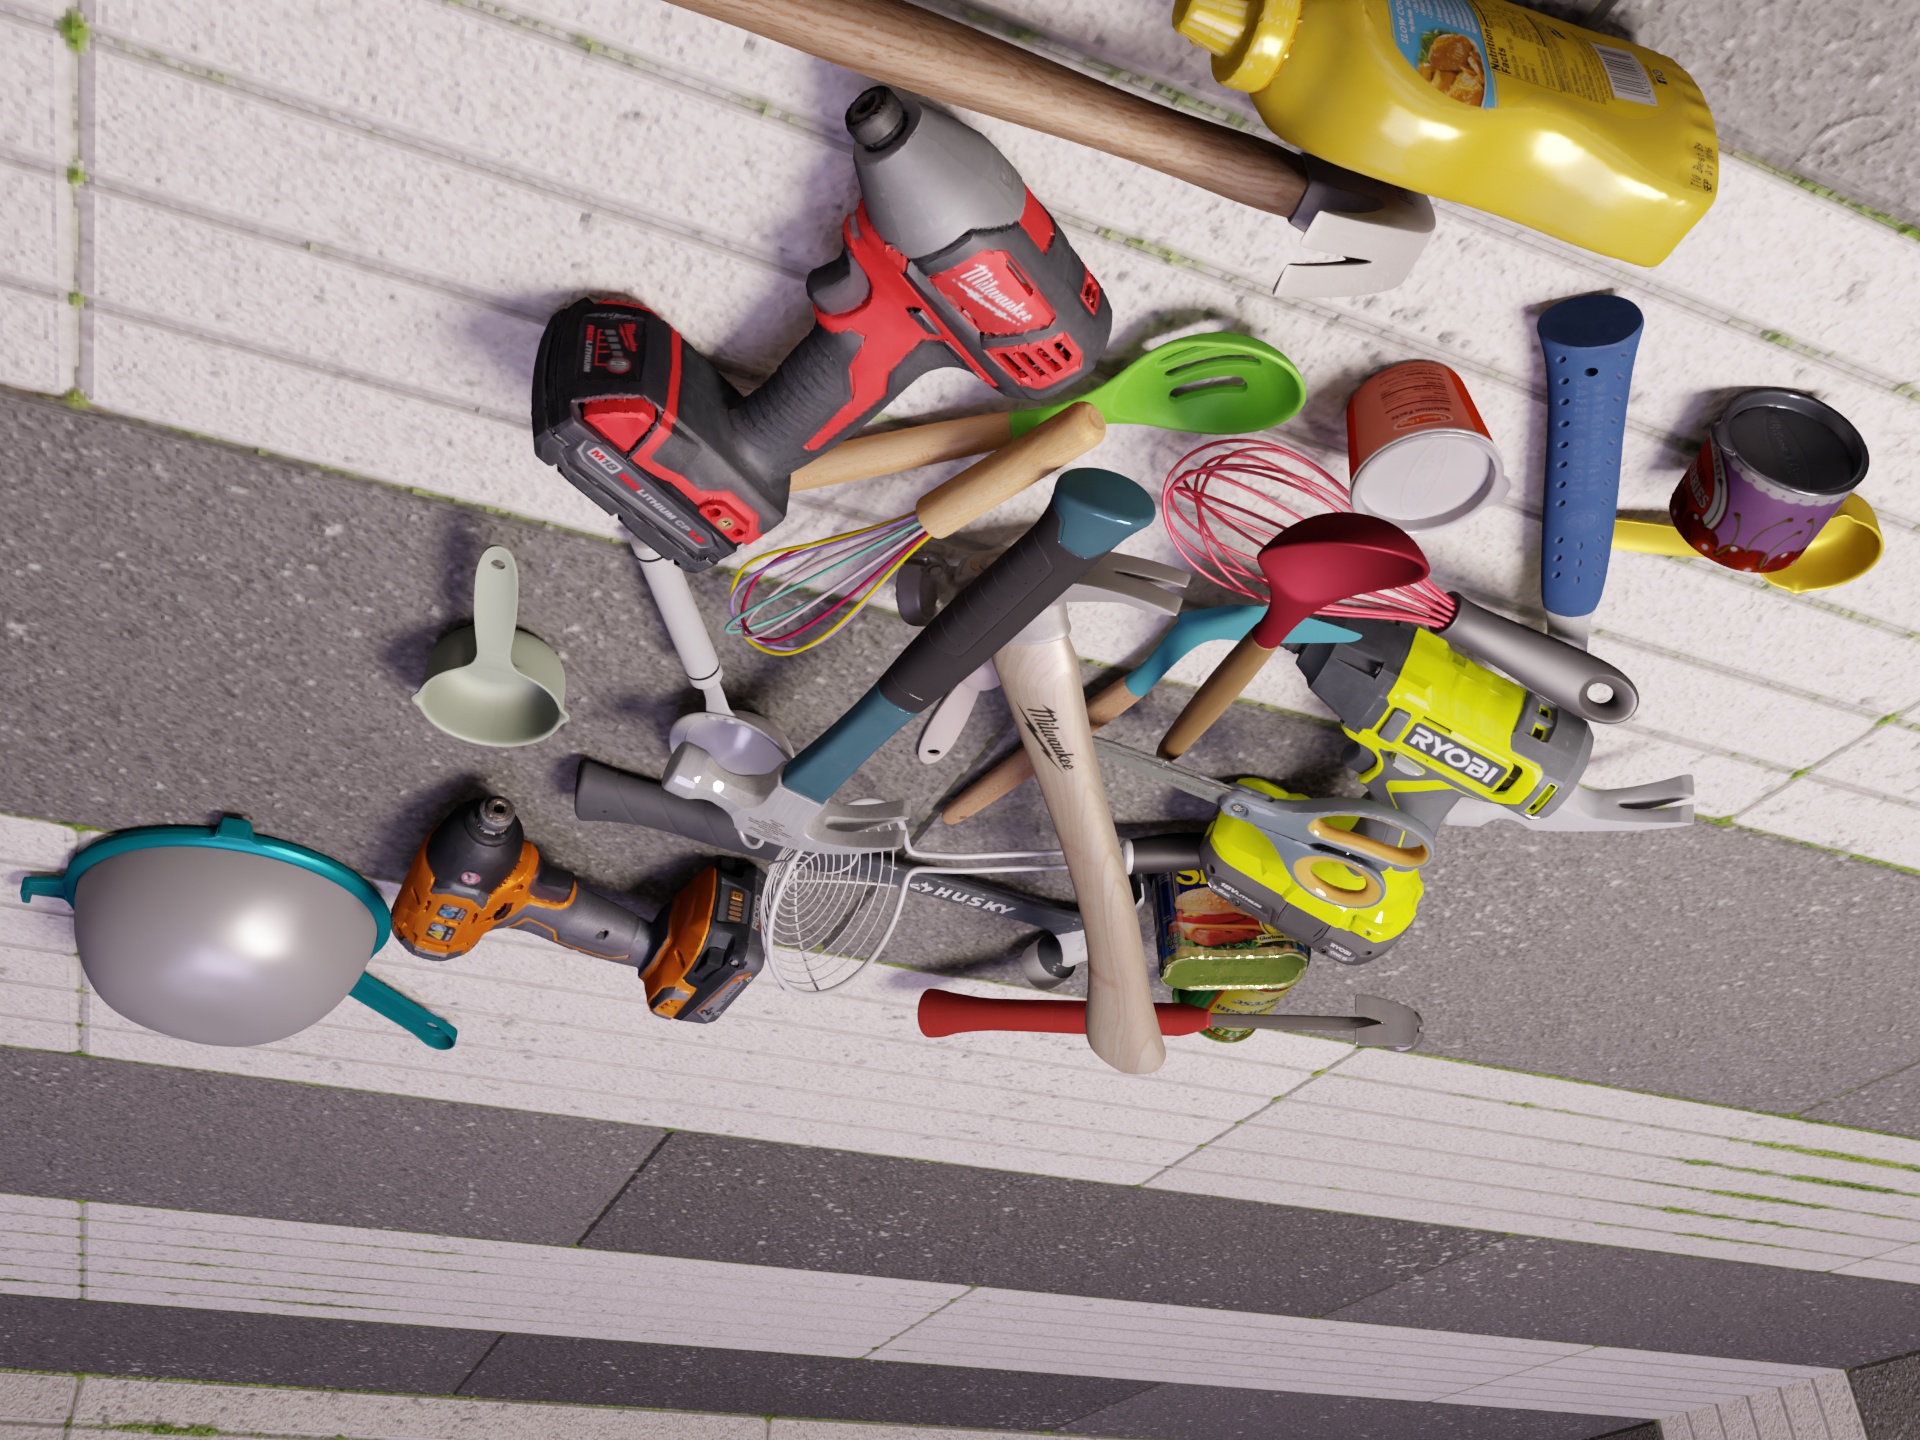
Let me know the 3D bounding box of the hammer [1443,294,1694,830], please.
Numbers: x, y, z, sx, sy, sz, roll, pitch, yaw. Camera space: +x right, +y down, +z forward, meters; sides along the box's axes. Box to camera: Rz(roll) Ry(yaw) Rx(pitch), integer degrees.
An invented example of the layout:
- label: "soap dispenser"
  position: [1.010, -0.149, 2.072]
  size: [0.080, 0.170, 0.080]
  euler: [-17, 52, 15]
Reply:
- label: "hammer"
  position: [0.325, -0.055, 0.834]
  size: [0.144, 0.035, 0.405]
  euler: [3, 146, 19]

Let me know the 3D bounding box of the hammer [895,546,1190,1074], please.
- label: "hammer"
  position: [0.082, 0.072, 0.907]
  size: [0.146, 0.038, 0.410]
  euler: [4, 135, 23]

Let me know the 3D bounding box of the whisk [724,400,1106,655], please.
- label: "whisk"
  position: [-0.031, -0.089, 0.751]
  size: [0.245, 0.047, 0.051]
  euler: [-26, 161, 38]

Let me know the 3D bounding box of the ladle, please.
- label: "ladle"
  position: [0.142, -0.030, 0.775]
  size: [0.069, 0.031, 0.315]
  euler: [11, 160, -5]

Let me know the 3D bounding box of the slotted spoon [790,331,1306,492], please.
- label: "slotted spoon"
  position: [-0.001, -0.131, 0.732]
  size: [0.314, 0.031, 0.070]
  euler: [-9, 153, 14]

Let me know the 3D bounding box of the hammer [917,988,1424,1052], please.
- label: "hammer"
  position: [0.127, 0.207, 1.102]
  size: [0.359, 0.037, 0.149]
  euler: [-4, 166, 28]

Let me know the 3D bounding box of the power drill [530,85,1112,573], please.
- label: "power drill"
  position: [-0.063, -0.158, 0.649]
  size: [0.219, 0.079, 0.143]
  euler: [-23, 140, 24]

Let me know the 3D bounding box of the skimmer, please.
- label: "skimmer"
  position: [0.054, 0.102, 0.992]
  size: [0.363, 0.090, 0.127]
  euler: [-2, 113, -13]

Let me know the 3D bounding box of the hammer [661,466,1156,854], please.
- label: "hammer"
  position: [-0.023, -0.020, 0.794]
  size: [0.128, 0.033, 0.331]
  euler: [28, 137, -21]

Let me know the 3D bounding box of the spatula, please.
- label: "spatula"
  position: [0.083, 0.001, 0.908]
  size: [0.082, 0.044, 0.317]
  euler: [11, 147, -35]

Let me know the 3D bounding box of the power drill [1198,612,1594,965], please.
- label: "power drill"
  position: [0.231, 0.037, 0.920]
  size: [0.171, 0.080, 0.223]
  euler: [28, 142, 6]

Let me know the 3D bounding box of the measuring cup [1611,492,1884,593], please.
- label: "measuring cup"
  position: [0.382, -0.099, 0.806]
  size: [0.156, 0.029, 0.062]
  euler: [7, 147, 8]

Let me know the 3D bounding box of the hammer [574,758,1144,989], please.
- label: "hammer"
  position: [-0.061, 0.095, 1.051]
  size: [0.408, 0.036, 0.149]
  euler: [19, 139, -27]

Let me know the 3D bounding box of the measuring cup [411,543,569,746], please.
- label: "measuring cup"
  position: [-0.243, -0.047, 0.835]
  size: [0.083, 0.038, 0.167]
  euler: [7, 143, -13]

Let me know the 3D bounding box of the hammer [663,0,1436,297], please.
- label: "hammer"
  position: [0.011, -0.220, 0.546]
  size: [0.331, 0.130, 0.031]
  euler: [16, 128, -10]

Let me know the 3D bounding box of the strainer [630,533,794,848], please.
- label: "strainer"
  position: [-0.136, -0.023, 0.871]
  size: [0.087, 0.050, 0.258]
  euler: [10, 143, 19]

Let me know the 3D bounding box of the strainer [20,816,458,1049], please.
- label: "strainer"
  position: [-0.477, 0.196, 1.125]
  size: [0.211, 0.095, 0.340]
  euler: [-15, 142, 18]

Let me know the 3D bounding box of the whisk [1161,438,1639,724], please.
- label: "whisk"
  position: [0.224, -0.060, 0.785]
  size: [0.295, 0.073, 0.073]
  euler: [23, 139, -20]

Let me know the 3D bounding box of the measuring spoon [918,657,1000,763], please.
- label: "measuring spoon"
  position: [-0.001, -0.003, 0.924]
  size: [0.034, 0.018, 0.124]
  euler: [9, 145, -16]

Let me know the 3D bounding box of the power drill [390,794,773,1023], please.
- label: "power drill"
  position: [-0.242, 0.119, 1.039]
  size: [0.226, 0.084, 0.164]
  euler: [18, 140, -21]
